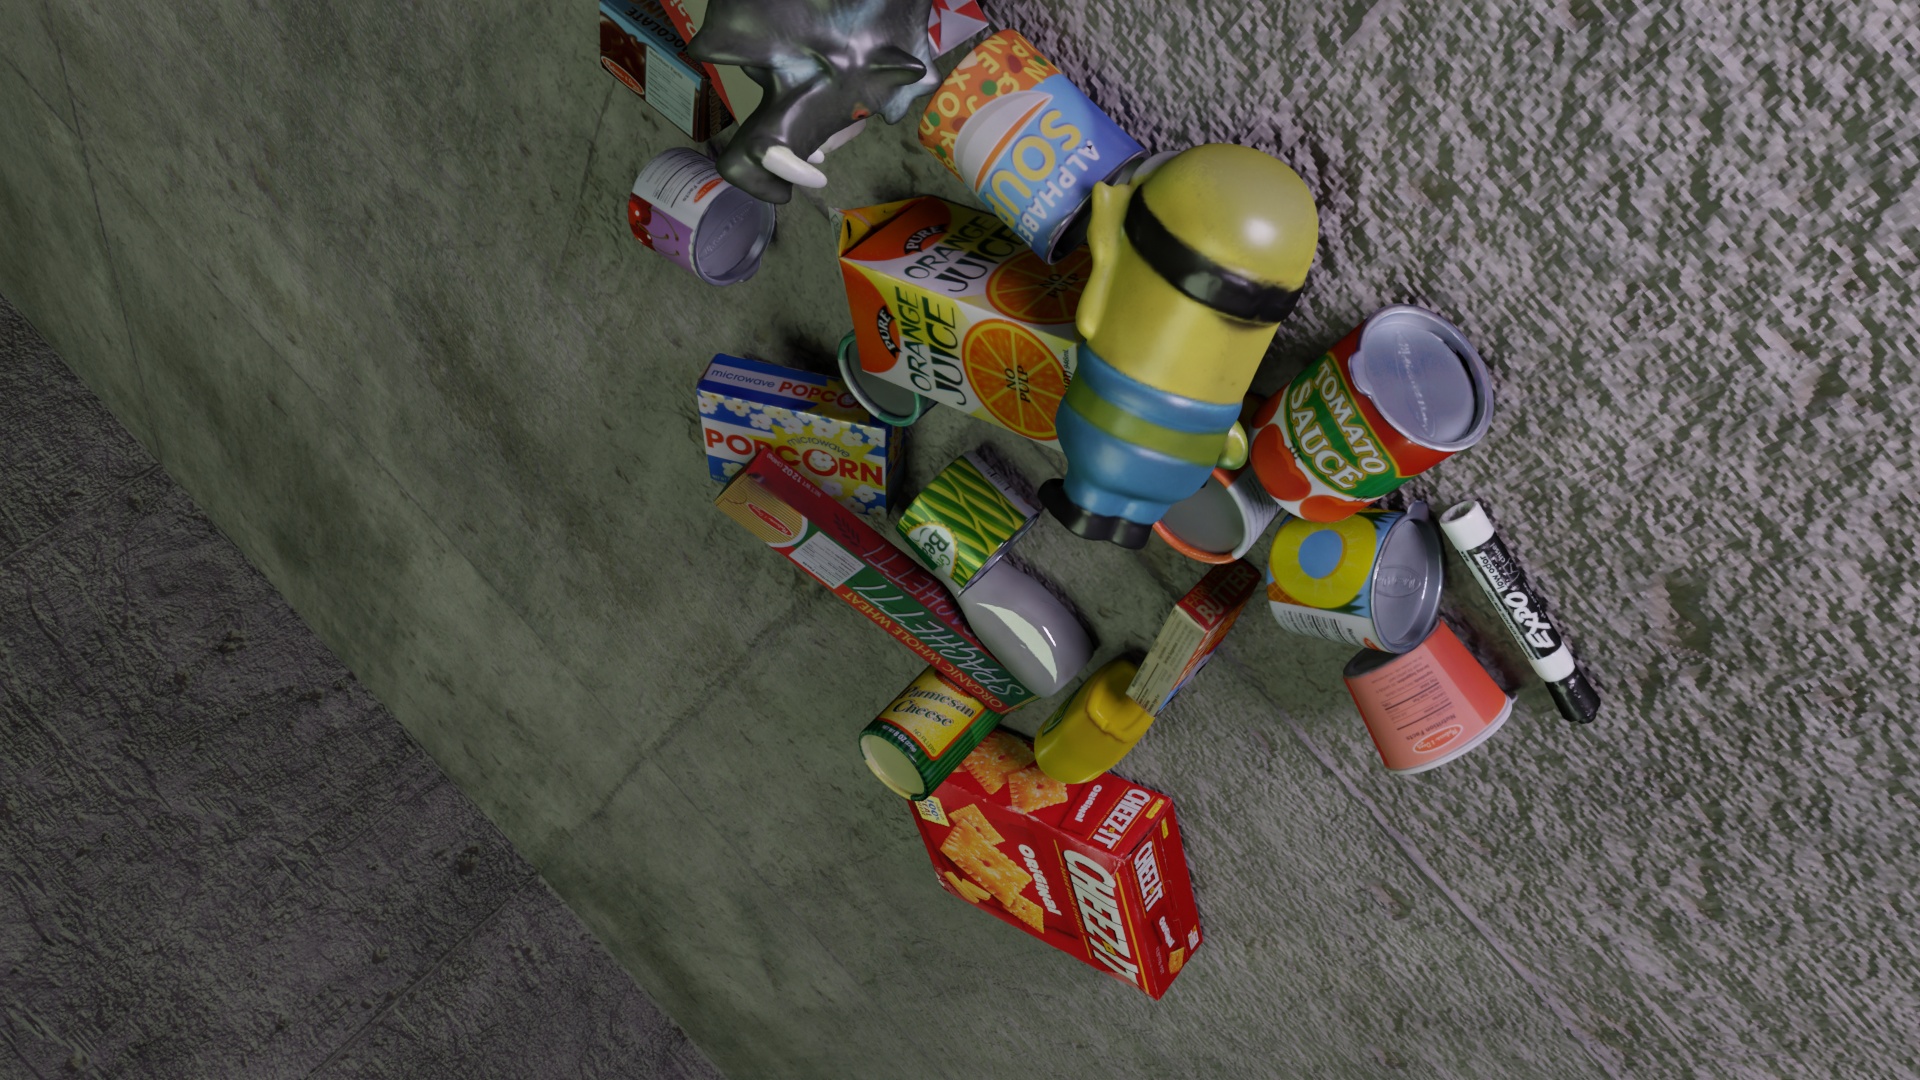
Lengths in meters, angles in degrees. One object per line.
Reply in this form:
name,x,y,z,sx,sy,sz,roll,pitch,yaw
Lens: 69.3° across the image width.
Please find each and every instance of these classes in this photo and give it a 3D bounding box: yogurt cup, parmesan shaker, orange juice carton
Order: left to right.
parmesan shaker,-0.013,0.127,0.979,0.071,0.103,0.071,30,144,25
orange juice carton,0.006,-0.118,0.713,0.193,0.073,0.071,26,143,32
yogurt cup,0.224,0.074,0.676,0.054,0.073,0.072,57,148,-1

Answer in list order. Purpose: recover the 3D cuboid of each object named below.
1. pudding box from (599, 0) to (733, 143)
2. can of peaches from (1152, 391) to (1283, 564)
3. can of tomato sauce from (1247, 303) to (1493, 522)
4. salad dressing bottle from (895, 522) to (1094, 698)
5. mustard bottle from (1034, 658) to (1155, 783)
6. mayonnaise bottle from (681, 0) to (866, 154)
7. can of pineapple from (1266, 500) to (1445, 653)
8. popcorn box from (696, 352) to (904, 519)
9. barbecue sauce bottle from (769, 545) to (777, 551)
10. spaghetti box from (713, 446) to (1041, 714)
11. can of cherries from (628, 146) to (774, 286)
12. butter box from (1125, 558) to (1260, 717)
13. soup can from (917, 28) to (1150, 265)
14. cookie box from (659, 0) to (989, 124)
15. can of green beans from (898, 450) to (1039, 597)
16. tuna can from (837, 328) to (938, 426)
pudding box,-0.167,-0.272,0.790,0.084,0.030,0.049,40,149,12
can of peaches,0.126,-0.031,0.680,0.071,0.058,0.071,30,145,24
can of tomato sauce,0.171,-0.051,0.592,0.071,0.071,0.082,47,149,0
salad dressing bottle,0.021,0.034,0.894,0.147,0.044,0.064,47,143,2
mustard bottle,0.080,0.128,0.909,0.049,0.065,0.159,40,152,4
mayonnaise bottle,-0.099,-0.250,0.645,0.064,0.041,0.147,3,127,46
can of pineapple,0.186,0.015,0.654,0.058,0.071,0.070,9,132,45
popcorn box,-0.101,-0.067,0.889,0.127,0.038,0.084,13,139,9
barbecue sauce bottle,-0.135,-0.055,0.981,0.065,0.044,0.147,19,140,27
spaghetti box,-0.048,0.031,0.916,0.250,0.029,0.050,38,139,-16
can of cherries,-0.154,-0.192,0.830,0.058,0.072,0.071,31,145,24
butter box,0.129,0.054,0.777,0.024,0.053,0.103,40,147,16
soup can,0.031,-0.175,0.621,0.084,0.072,0.071,44,148,5
cookie box,-0.078,-0.269,0.677,0.167,0.040,0.122,-7,120,53
can of green beans,0.005,-0.012,0.839,0.058,0.071,0.071,44,148,5
tuna can,-0.037,-0.103,0.820,0.071,0.033,0.070,31,146,25
